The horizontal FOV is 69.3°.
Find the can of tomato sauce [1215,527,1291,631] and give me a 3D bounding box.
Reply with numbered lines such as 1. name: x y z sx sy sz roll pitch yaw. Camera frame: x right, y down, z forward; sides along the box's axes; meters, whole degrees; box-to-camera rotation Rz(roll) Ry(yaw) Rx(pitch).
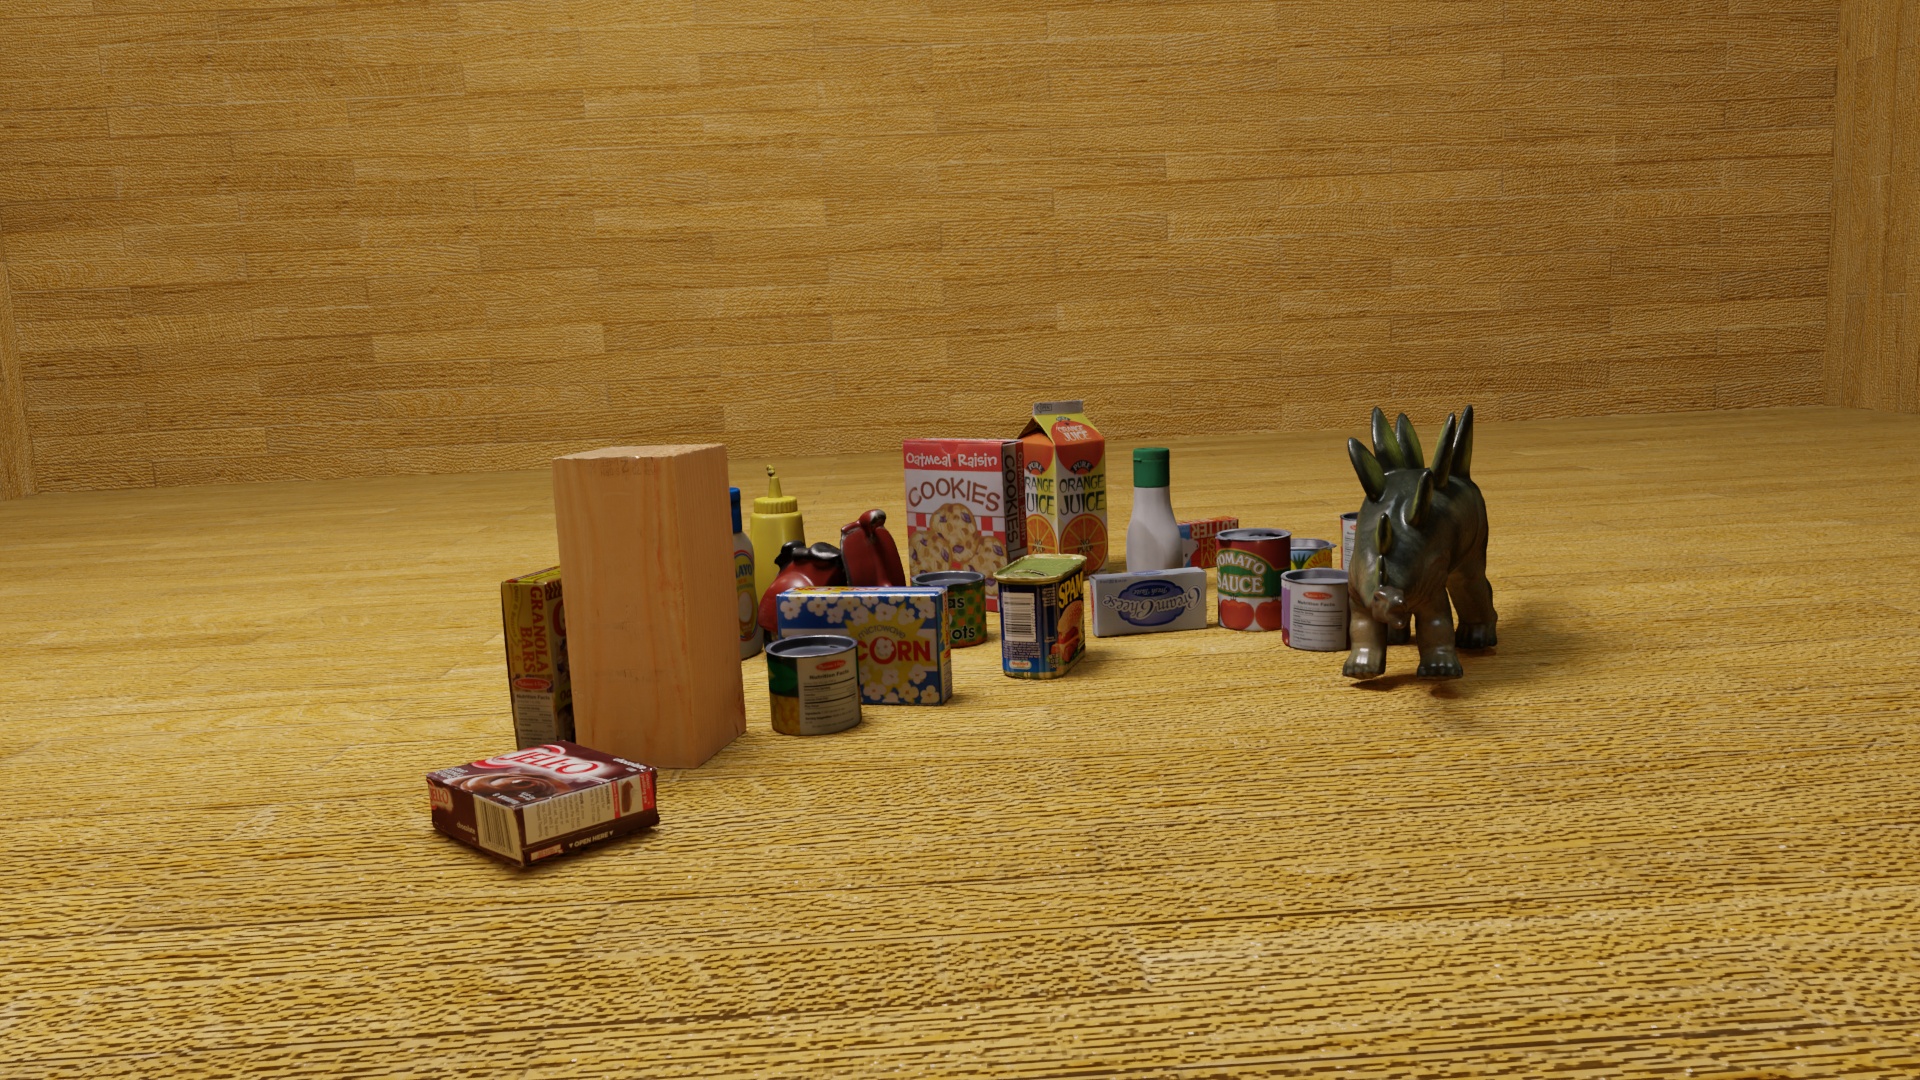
1. can of tomato sauce: 0.261 0.034 1.241 0.071 0.083 0.071 -3 9 0

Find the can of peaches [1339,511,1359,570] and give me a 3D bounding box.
1. can of peaches: 0.439 0.001 1.479 0.071 0.058 0.071 -3 9 0

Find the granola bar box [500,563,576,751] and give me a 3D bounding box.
1. granola bar box: -0.265 0.074 1.010 0.039 0.124 0.166 0 9 17

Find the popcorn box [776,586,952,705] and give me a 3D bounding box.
1. popcorn box: -0.071 0.079 1.051 0.127 0.085 0.038 -1 9 13

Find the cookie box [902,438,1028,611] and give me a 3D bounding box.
1. cookie box: 0.005 -0.017 1.373 0.123 0.167 0.040 4 10 36

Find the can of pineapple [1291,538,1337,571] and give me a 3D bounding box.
1. can of pineapple: 0.323 0.031 1.325 0.071 0.057 0.071 -3 9 0

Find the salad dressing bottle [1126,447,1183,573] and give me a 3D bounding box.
1. salad dressing bottle: 0.193 -0.019 1.394 0.044 0.147 0.064 -8 10 -32

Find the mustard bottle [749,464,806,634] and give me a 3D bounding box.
1. mustard bottle: -0.166 0.011 1.269 0.049 0.160 0.065 -1 8 10

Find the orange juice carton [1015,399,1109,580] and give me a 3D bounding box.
1. orange juice carton: 0.109 -0.055 1.501 0.072 0.192 0.073 -8 10 -34

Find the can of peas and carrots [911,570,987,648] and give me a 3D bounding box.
1. can of peas and carrots: -0.010 0.061 1.230 0.071 0.058 0.071 -3 9 0

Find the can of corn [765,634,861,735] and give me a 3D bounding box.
1. can of corn: -0.106 0.102 0.996 0.071 0.058 0.071 -3 9 0

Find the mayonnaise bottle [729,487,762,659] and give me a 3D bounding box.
1. mayonnaise bottle: -0.204 0.029 1.203 0.041 0.147 0.065 2 10 31

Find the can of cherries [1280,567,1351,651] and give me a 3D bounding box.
1. can of cherries: 0.303 0.057 1.164 0.071 0.058 0.071 -3 9 0

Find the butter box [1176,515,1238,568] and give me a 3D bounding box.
1. butter box: 0.260 0.004 1.530 0.104 0.053 0.024 -7 10 -28

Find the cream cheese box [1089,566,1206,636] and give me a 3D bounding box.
1. cream cheese box: 0.167 0.055 1.235 0.104 0.053 0.024 -4 9 -10
